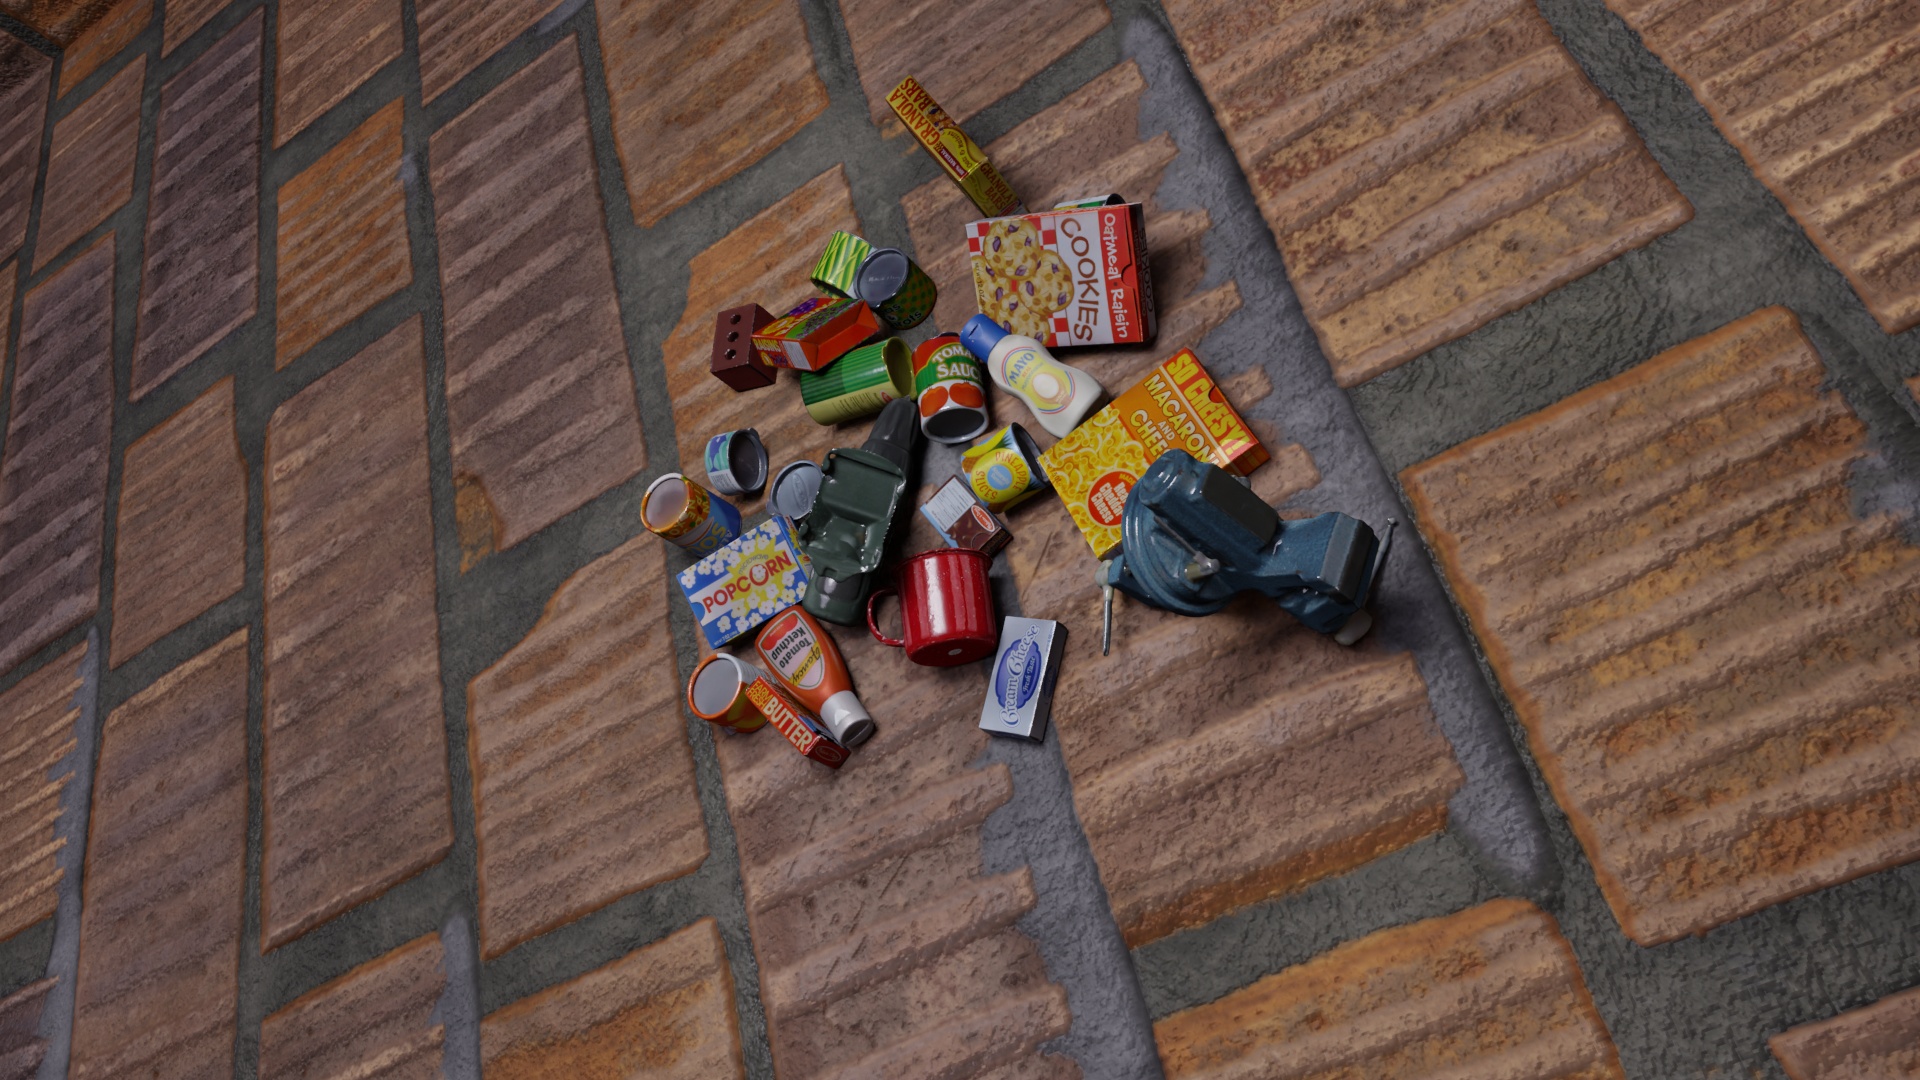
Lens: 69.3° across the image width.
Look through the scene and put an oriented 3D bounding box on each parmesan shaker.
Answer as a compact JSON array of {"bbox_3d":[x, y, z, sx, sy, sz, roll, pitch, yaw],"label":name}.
[{"bbox_3d":[-0.102,-0.160,1.389,0.103,0.071,0.071,-13,63,26],"label":"parmesan shaker"}]

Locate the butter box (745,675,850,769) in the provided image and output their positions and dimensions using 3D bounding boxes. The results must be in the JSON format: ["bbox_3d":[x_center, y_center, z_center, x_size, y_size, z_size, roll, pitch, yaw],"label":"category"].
[{"bbox_3d":[-0.151,0.168,1.282,0.104,0.053,0.024,38,89,37],"label":"butter box"}]

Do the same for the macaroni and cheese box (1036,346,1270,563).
[{"bbox_3d":[0.165,-0.071,1.206,0.166,0.040,0.124,-37,55,12],"label":"macaroni and cheese box"}]

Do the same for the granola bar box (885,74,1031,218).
[{"bbox_3d":[0.003,-0.377,1.391,0.039,0.124,0.166,-41,54,8],"label":"granola bar box"}]

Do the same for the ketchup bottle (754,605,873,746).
[{"bbox_3d":[-0.132,0.129,1.294,0.065,0.043,0.149,-43,54,1],"label":"ketchup bottle"}]

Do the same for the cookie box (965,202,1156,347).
[{"bbox_3d":[0.093,-0.242,1.285,0.167,0.040,0.122,2,110,32],"label":"cookie box"}]

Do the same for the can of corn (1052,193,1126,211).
[{"bbox_3d":[0.124,-0.288,1.314,0.058,0.071,0.071,-2,68,32],"label":"can of corn"}]

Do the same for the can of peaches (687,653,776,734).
[{"bbox_3d":[-0.220,0.149,1.329,0.071,0.058,0.071,-13,63,26],"label":"can of peaches"}]

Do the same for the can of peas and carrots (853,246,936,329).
[{"bbox_3d":[-0.067,-0.255,1.419,0.071,0.058,0.071,-13,64,27],"label":"can of peas and carrots"}]

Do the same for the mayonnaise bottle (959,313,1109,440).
[{"bbox_3d":[0.063,-0.154,1.281,0.148,0.041,0.064,40,99,21],"label":"mayonnaise bottle"}]

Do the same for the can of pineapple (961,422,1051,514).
[{"bbox_3d":[0.041,-0.065,1.260,0.057,0.071,0.071,-31,56,18],"label":"can of pineapple"}]

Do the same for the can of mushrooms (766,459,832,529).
[{"bbox_3d":[-0.158,-0.044,1.394,0.071,0.033,0.071,-12,64,26],"label":"can of mushrooms"}]

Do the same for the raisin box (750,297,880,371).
[{"bbox_3d":[-0.150,-0.212,1.418,0.086,0.040,0.123,-37,26,-21],"label":"raisin box"}]

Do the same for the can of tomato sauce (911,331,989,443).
[{"bbox_3d":[-0.009,-0.145,1.327,0.071,0.071,0.083,-21,60,22],"label":"can of tomato sauce"}]

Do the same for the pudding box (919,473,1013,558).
[{"bbox_3d":[0.005,-0.016,1.285,0.049,0.030,0.084,-44,53,6],"label":"pudding box"}]

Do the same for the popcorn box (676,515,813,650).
[{"bbox_3d":[-0.204,0.041,1.361,0.126,0.038,0.085,-30,83,17],"label":"popcorn box"}]

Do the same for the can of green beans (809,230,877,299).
[{"bbox_3d":[-0.117,-0.283,1.457,0.071,0.071,0.058,25,84,37],"label":"can of green beans"}]

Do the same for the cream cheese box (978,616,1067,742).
[{"bbox_3d":[0.054,0.119,1.197,0.053,0.024,0.104,3,70,34],"label":"cream cheese box"}]

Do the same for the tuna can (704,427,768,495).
[{"bbox_3d":[-0.231,-0.082,1.436,0.033,0.071,0.071,-9,65,29],"label":"tuna can"}]

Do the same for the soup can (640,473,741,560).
[{"bbox_3d":[-0.276,-0.022,1.425,0.071,0.083,0.071,-12,64,26],"label":"soup can"}]
